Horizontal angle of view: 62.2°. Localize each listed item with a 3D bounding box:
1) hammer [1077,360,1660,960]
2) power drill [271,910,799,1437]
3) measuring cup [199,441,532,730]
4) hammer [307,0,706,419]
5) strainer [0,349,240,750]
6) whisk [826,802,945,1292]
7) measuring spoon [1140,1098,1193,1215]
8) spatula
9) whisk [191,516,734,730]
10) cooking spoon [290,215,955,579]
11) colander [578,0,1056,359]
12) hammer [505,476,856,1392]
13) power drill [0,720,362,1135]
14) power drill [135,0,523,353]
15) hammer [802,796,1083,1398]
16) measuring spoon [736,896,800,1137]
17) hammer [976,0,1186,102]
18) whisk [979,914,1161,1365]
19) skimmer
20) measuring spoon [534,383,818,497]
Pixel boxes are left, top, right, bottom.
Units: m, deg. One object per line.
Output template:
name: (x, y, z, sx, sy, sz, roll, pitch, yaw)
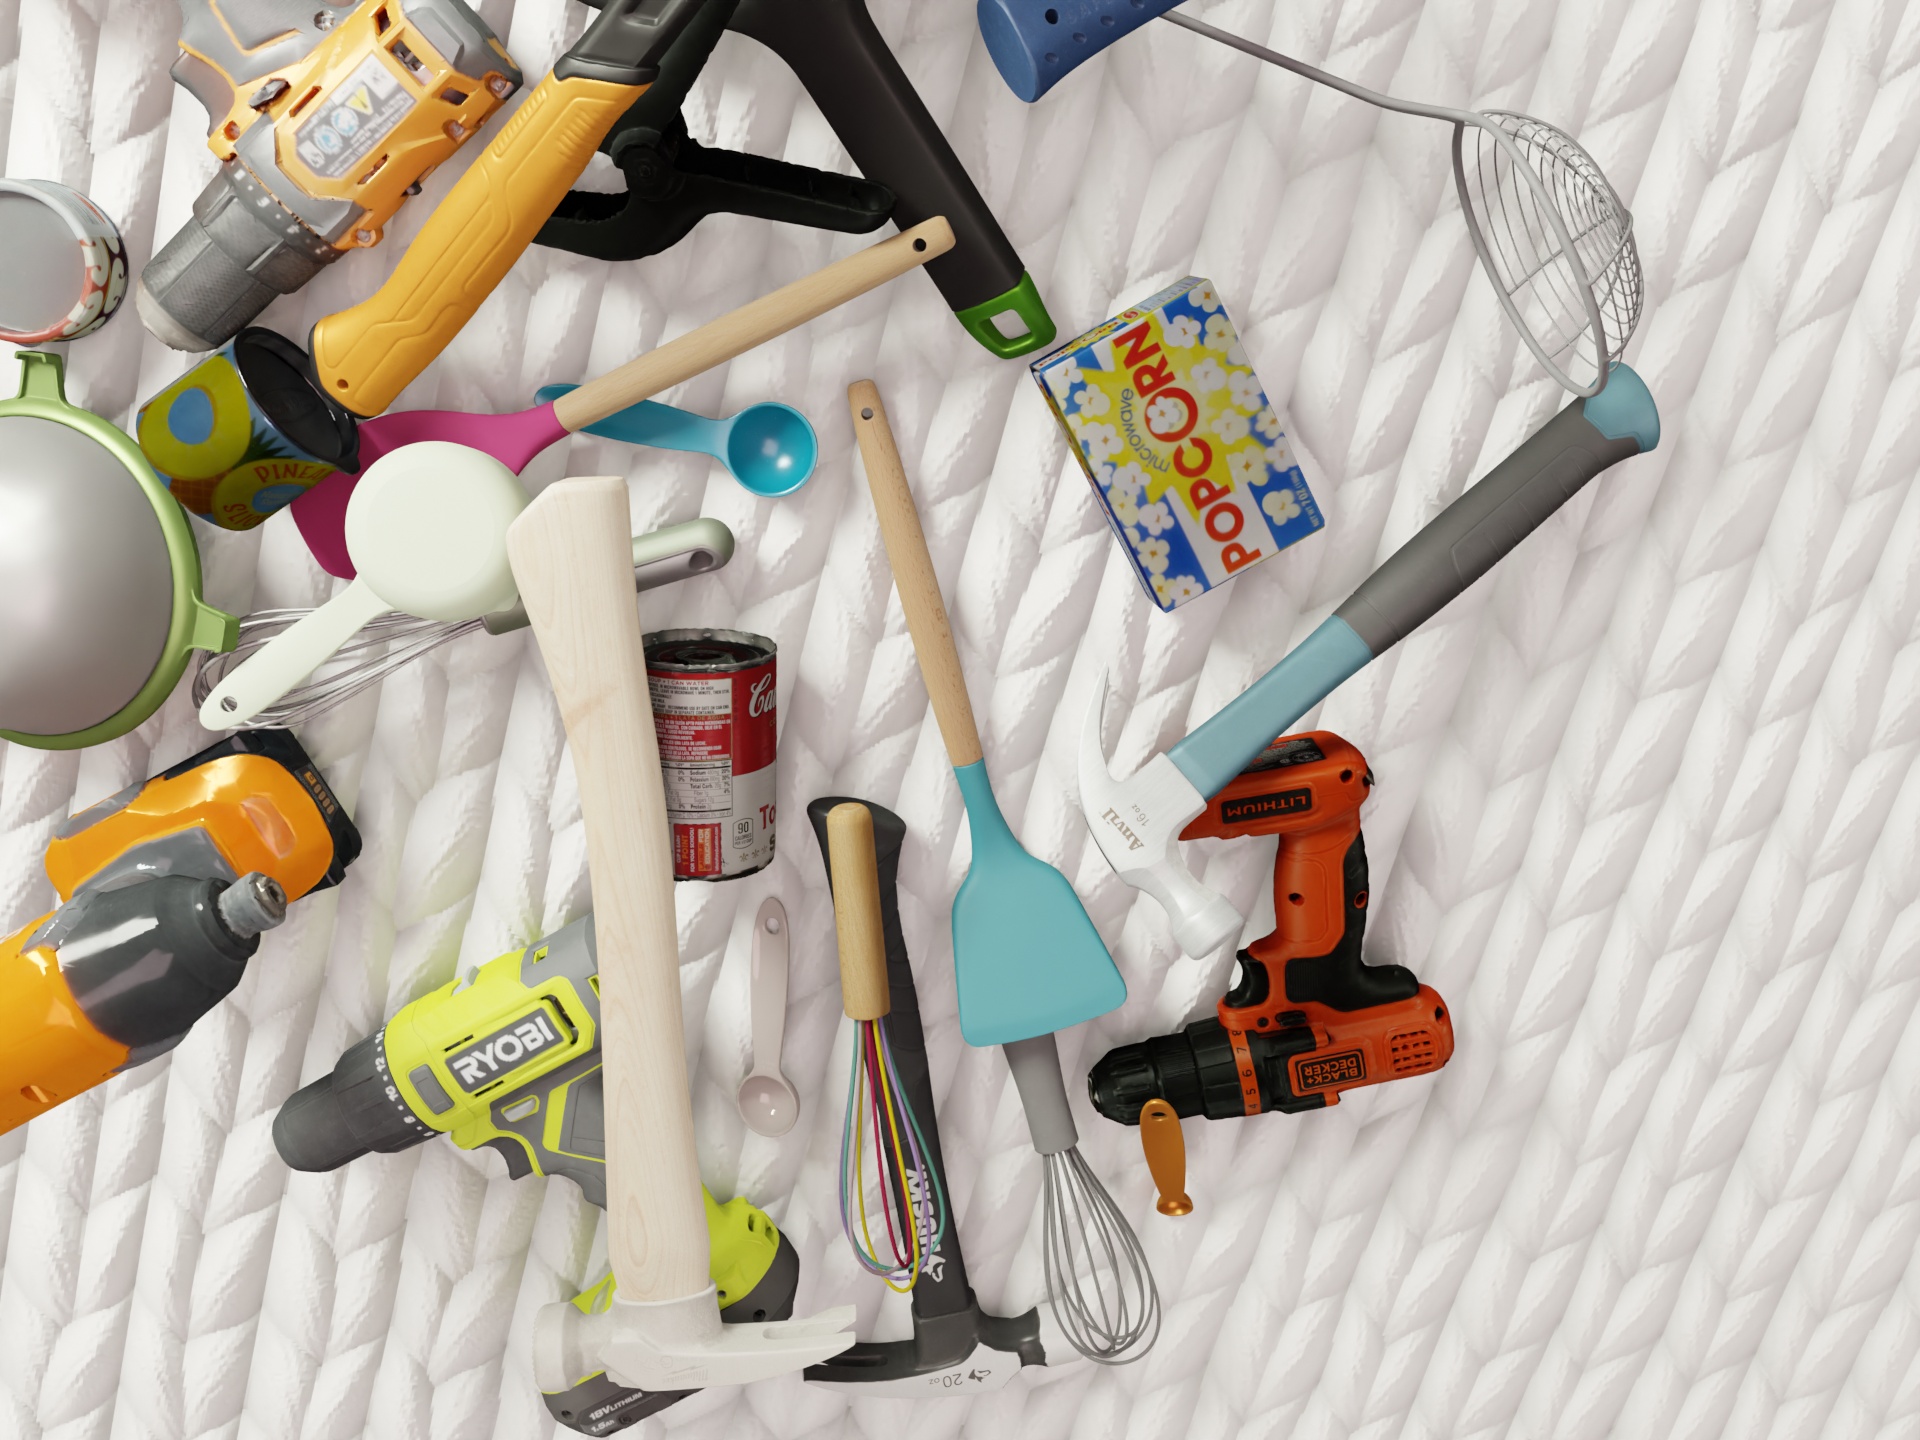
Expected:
hammer: (0.189, -0.045, 0.723, 0.331, 0.033, 0.128, -40, 75, -4)
power drill: (-0.200, 0.227, 0.773, 0.190, 0.080, 0.228, -28, 104, 3)
measuring cup: (-0.252, -0.051, 0.662, 0.167, 0.038, 0.083, -40, 97, -5)
hammer: (-0.140, -0.220, 0.597, 0.337, 0.034, 0.127, -36, 107, 30)
strainer: (-0.441, -0.029, 0.666, 0.256, 0.069, 0.151, -33, 91, 12)
whisk: (-0.039, 0.159, 0.751, 0.051, 0.047, 0.245, -5, 103, -4)
measuring spoon: (0.105, 0.221, 0.809, 0.021, 0.011, 0.116, -5, 136, 10)
spatula: (-0.001, -0.002, 0.742, 0.082, 0.044, 0.317, -16, 105, 2)
whisk: (-0.220, -0.047, 0.709, 0.246, 0.059, 0.057, -17, 145, -5)
cooking spoon: (-0.148, -0.140, 0.681, 0.319, 0.017, 0.068, -23, 104, 11)
colander: (-0.064, -0.319, 0.624, 0.204, 0.095, 0.396, -14, 131, 32)
hammer: (-0.131, 0.101, 0.689, 0.146, 0.038, 0.410, -4, 103, -3)
power drill: (-0.320, 0.076, 0.638, 0.164, 0.227, 0.084, -27, 107, 2)
power drill: (-0.314, -0.274, 0.619, 0.185, 0.084, 0.226, -41, 110, 9)
hammer: (-0.033, 0.196, 0.801, 0.146, 0.035, 0.334, -11, 107, -3)
measuring spoon: (-0.092, 0.147, 0.793, 0.034, 0.018, 0.124, 6, 100, 20)
hammer: (0.184, -0.357, 0.620, 0.405, 0.035, 0.144, -31, 106, -10)
whisk: (0.051, 0.211, 0.797, 0.055, 0.055, 0.239, -16, 96, -1)
skimmer: (0.119, -0.246, 0.662, 0.363, 0.127, 0.090, 23, 104, -1)
measuring spoon: (-0.125, -0.131, 0.711, 0.128, 0.021, 0.042, 13, 105, 0)
